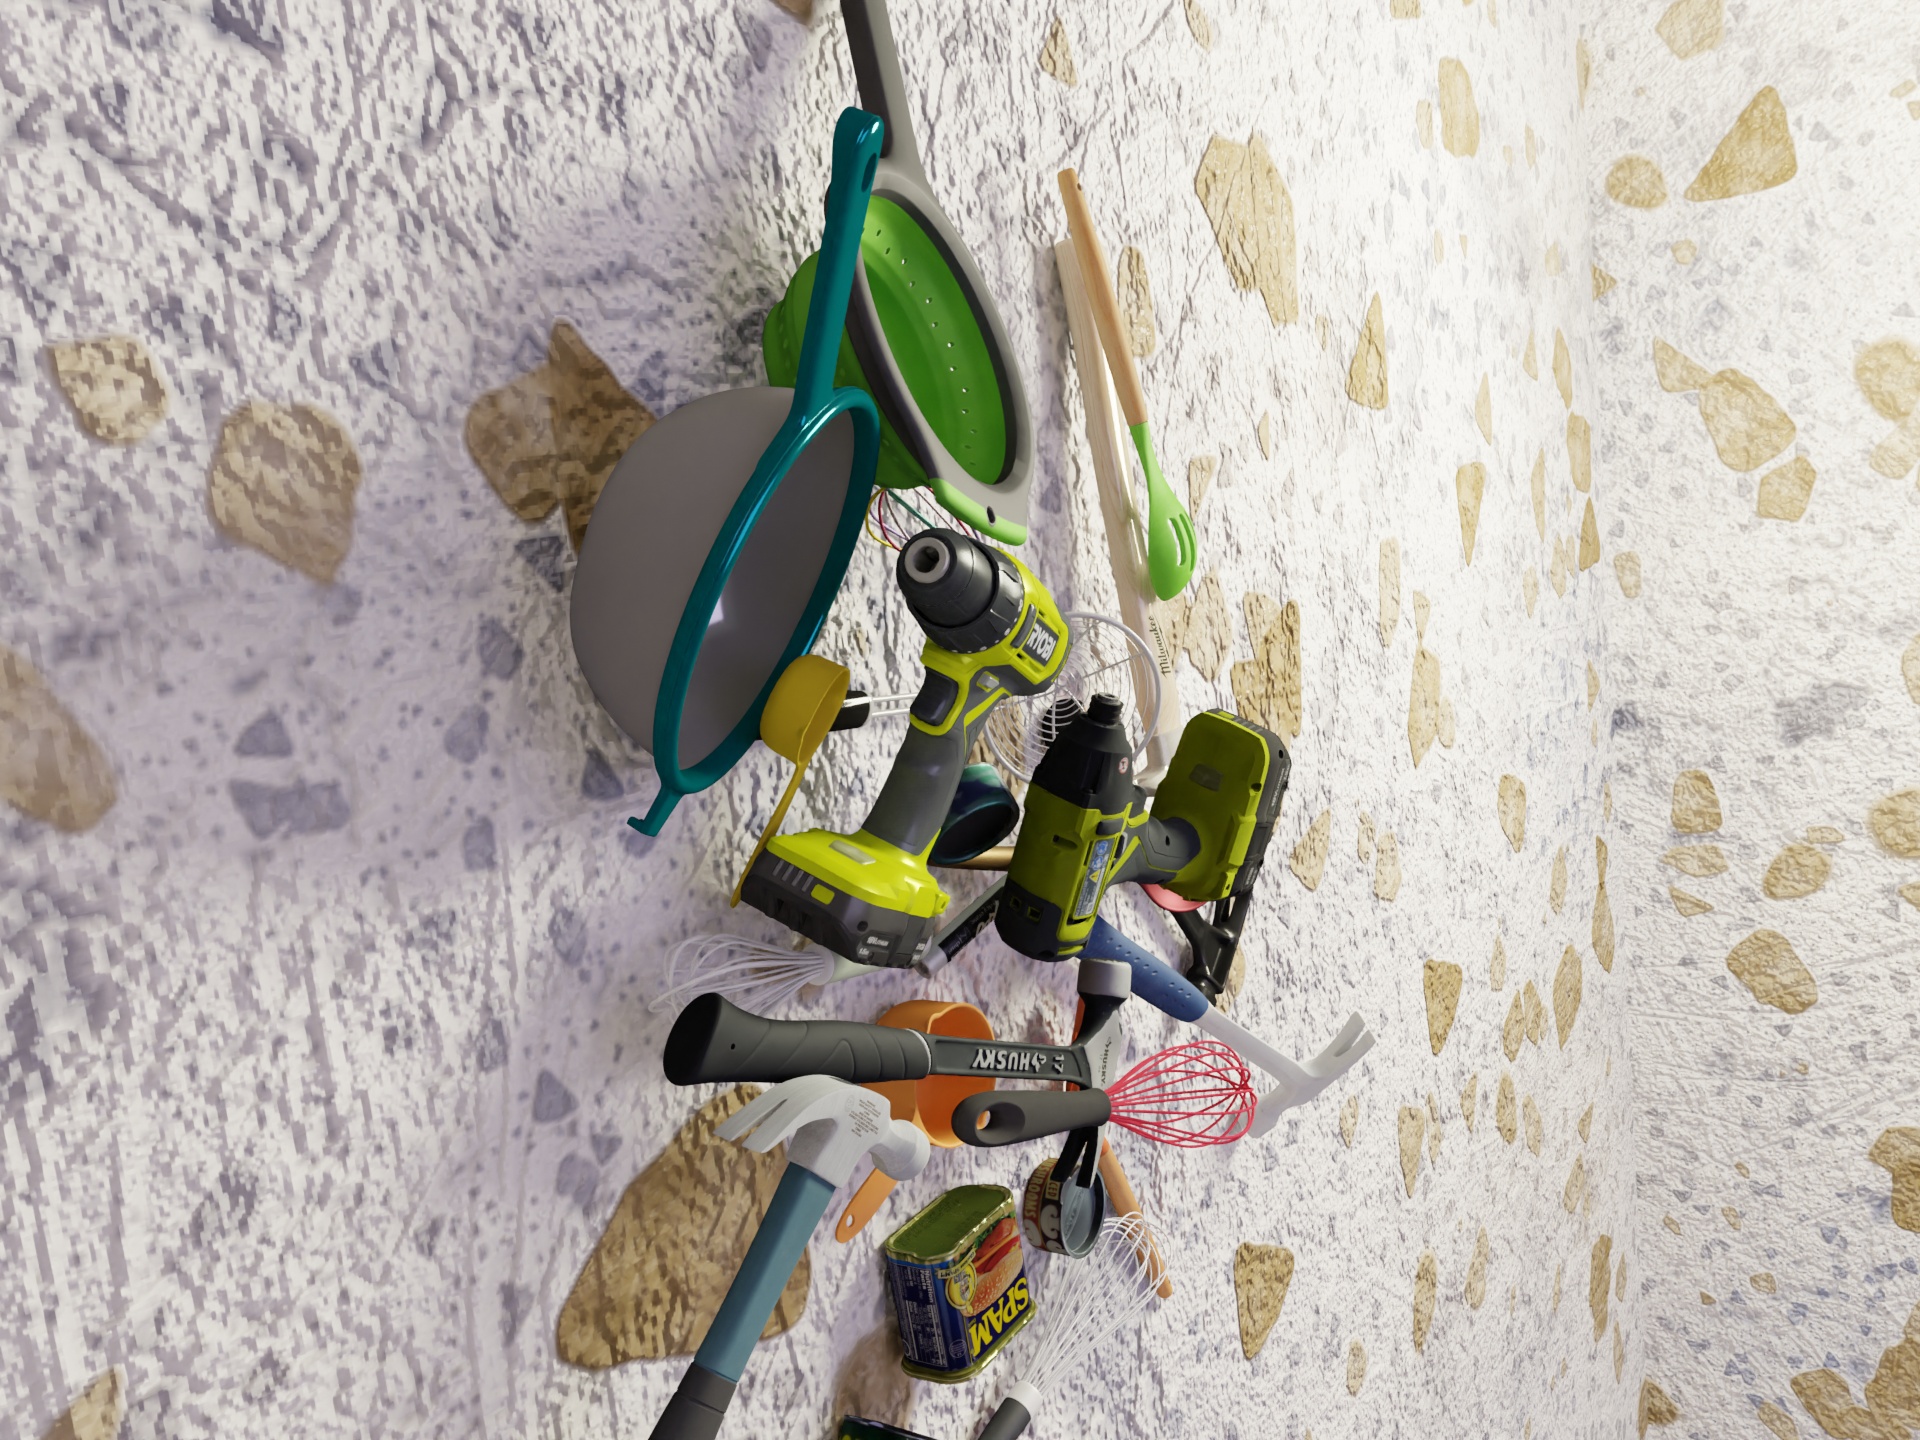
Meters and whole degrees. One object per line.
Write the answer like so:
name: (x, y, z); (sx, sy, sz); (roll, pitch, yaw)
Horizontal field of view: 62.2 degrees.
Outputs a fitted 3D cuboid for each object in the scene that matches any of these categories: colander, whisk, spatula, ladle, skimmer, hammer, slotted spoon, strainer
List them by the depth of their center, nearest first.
strainer: (-0.110, -0.124, 0.726); (0.211, 0.095, 0.340); (-57, 168, -49)
hammer: (-0.121, 0.321, 0.749); (0.128, 0.033, 0.331); (50, 59, -43)
whisk: (-0.086, 0.138, 0.897); (0.246, 0.059, 0.058); (-1, 63, -60)
colander: (-0.061, -0.276, 0.914); (0.204, 0.094, 0.397); (17, 58, -61)
hammer: (-0.017, 0.197, 0.915); (0.408, 0.036, 0.149); (19, 75, -53)
skimmer: (-0.002, -0.003, 0.978); (0.363, 0.090, 0.127); (-7, 115, -54)
whisk: (0.097, 0.241, 1.000); (0.295, 0.073, 0.073); (9, 83, -47)
whisk: (0.008, -0.101, 1.047); (0.244, 0.051, 0.047); (33, 84, -55)
whisk: (0.062, 0.446, 1.100); (0.285, 0.070, 0.070); (-41, 123, -42)
ladle: (0.086, 0.101, 1.130); (0.315, 0.031, 0.069); (7, 93, -46)
slotted spoon: (0.120, -0.237, 1.139); (0.070, 0.031, 0.313); (-36, 112, -53)
hammer: (0.115, -0.147, 1.170); (0.146, 0.038, 0.410); (-20, 101, -56)
spatula: (0.121, 0.337, 1.200); (0.081, 0.041, 0.322); (-85, 156, -54)
hammer: (0.148, 0.094, 1.249); (0.336, 0.034, 0.127); (55, 48, -40)
hammer: (0.197, 0.231, 1.269); (0.405, 0.144, 0.035); (38, 18, -43)

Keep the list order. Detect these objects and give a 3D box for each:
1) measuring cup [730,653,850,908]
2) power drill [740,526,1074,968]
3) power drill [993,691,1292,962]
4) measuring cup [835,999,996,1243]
measuring cup: (-0.102, 0.033, 0.845); (0.156, 0.029, 0.062); (-63, 174, 23)
power drill: (-0.025, 0.012, 0.850); (0.228, 0.080, 0.190); (-64, 160, -2)
power drill: (0.125, 0.060, 1.058); (0.223, 0.080, 0.171); (-5, 115, -49)
measuring cup: (-0.043, 0.240, 0.953); (0.174, 0.052, 0.095); (-49, 127, -41)
